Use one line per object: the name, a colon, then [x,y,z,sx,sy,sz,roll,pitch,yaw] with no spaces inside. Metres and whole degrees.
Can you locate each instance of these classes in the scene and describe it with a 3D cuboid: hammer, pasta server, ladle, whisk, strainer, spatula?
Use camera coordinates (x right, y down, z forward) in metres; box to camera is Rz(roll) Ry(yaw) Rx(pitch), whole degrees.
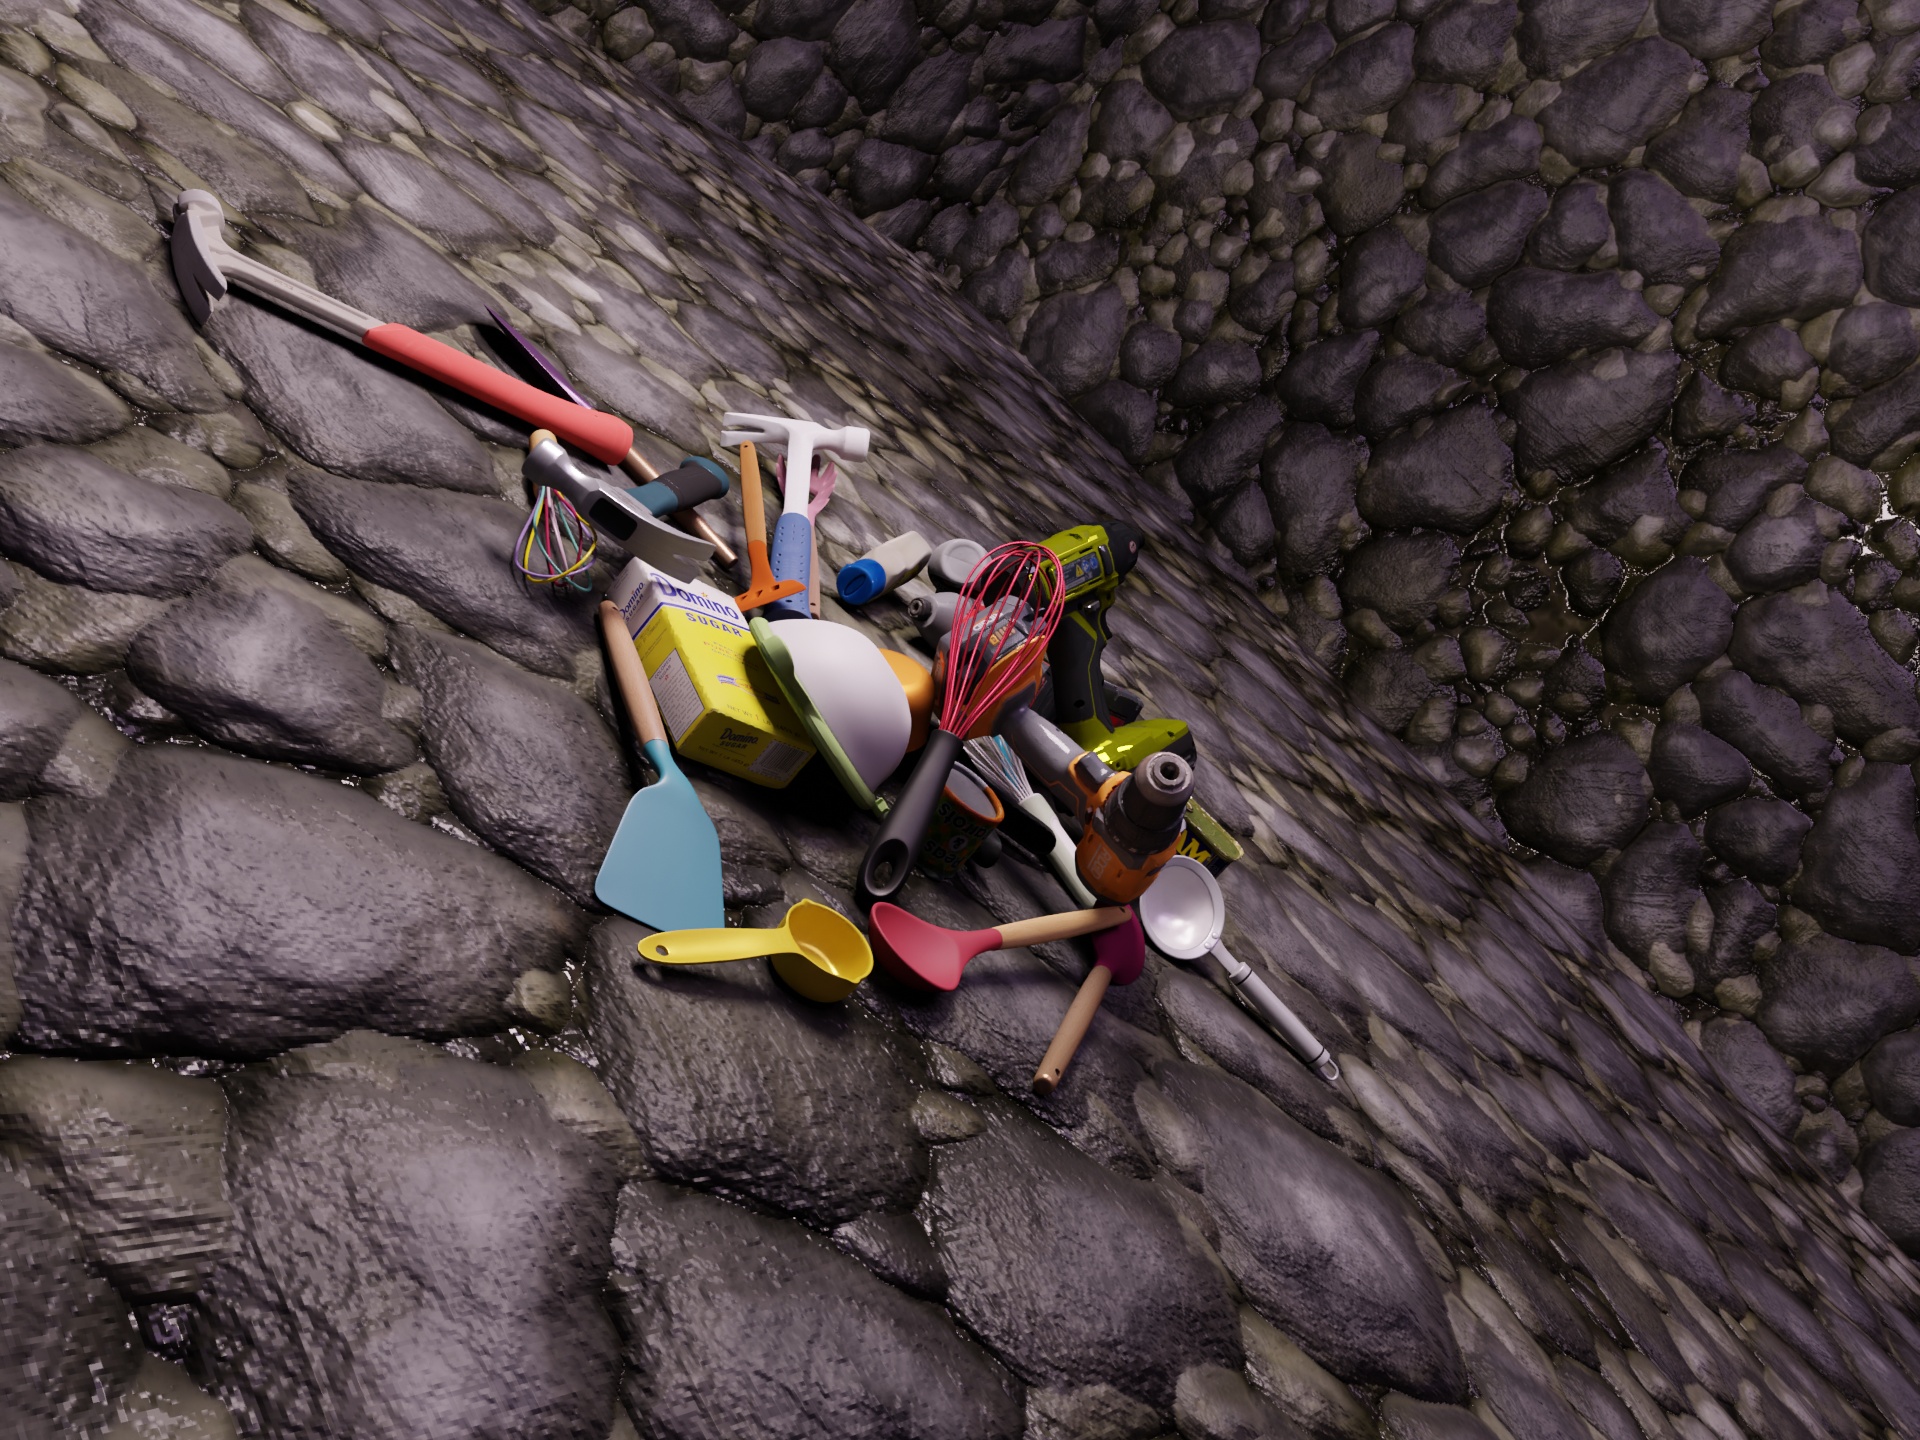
hammer: [-0.152,-0.181,1.405,0.144,0.035,0.406,8,31,-8]
hammer: [-0.221,-0.169,1.186,0.128,0.033,0.331,38,12,-6]
pasta server: [-0.140,-0.171,1.457,0.060,0.040,0.316,6,29,-10]
ladle: [0.036,0.142,1.063,0.069,0.031,0.315,52,26,23]
whisk: [0.052,0.061,1.297,0.247,0.059,0.057,56,20,25]
strainer: [-0.079,-0.028,1.025,0.151,0.069,0.256,58,-4,10]
strainer: [0.224,0.206,1.321,0.258,0.050,0.087,47,59,-3]
spatula: [-0.294,-0.238,1.324,0.316,0.018,0.059,46,-3,10]
spatula: [-0.170,-0.160,1.295,0.323,0.081,0.041,-105,175,-53]
whisk: [-0.284,-0.153,1.117,0.051,0.047,0.245,29,18,-30]
hammer: [-0.390,-0.263,1.164,0.358,0.036,0.149,22,26,-45]
spatula: [-0.194,0.012,0.949,0.082,0.044,0.318,29,17,-33]
whisk: [-0.002,-0.003,1.067,0.073,0.073,0.296,35,62,-19]

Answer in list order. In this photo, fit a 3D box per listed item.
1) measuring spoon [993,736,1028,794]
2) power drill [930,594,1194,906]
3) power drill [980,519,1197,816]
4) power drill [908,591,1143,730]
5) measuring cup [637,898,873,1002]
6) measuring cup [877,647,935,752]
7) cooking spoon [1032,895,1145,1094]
measuring spoon: [0.049,0.030,1.396,0.042,0.021,0.129,33,18,-23]
power drill: [0.077,0.016,1.157,0.226,0.084,0.185,50,-22,16]
power drill: [0.115,-0.048,1.309,0.171,0.080,0.223,-27,107,-40]
power drill: [0.049,-0.049,1.459,0.143,0.078,0.220,22,13,-49]
measuring cup: [-0.113,0.127,0.849,0.156,0.029,0.062,6,39,-47]
measuring cup: [-0.083,-0.040,1.211,0.095,0.052,0.174,-5,34,-33]
cooking spoon: [0.094,0.188,1.114,0.069,0.017,0.319,62,20,-4]
